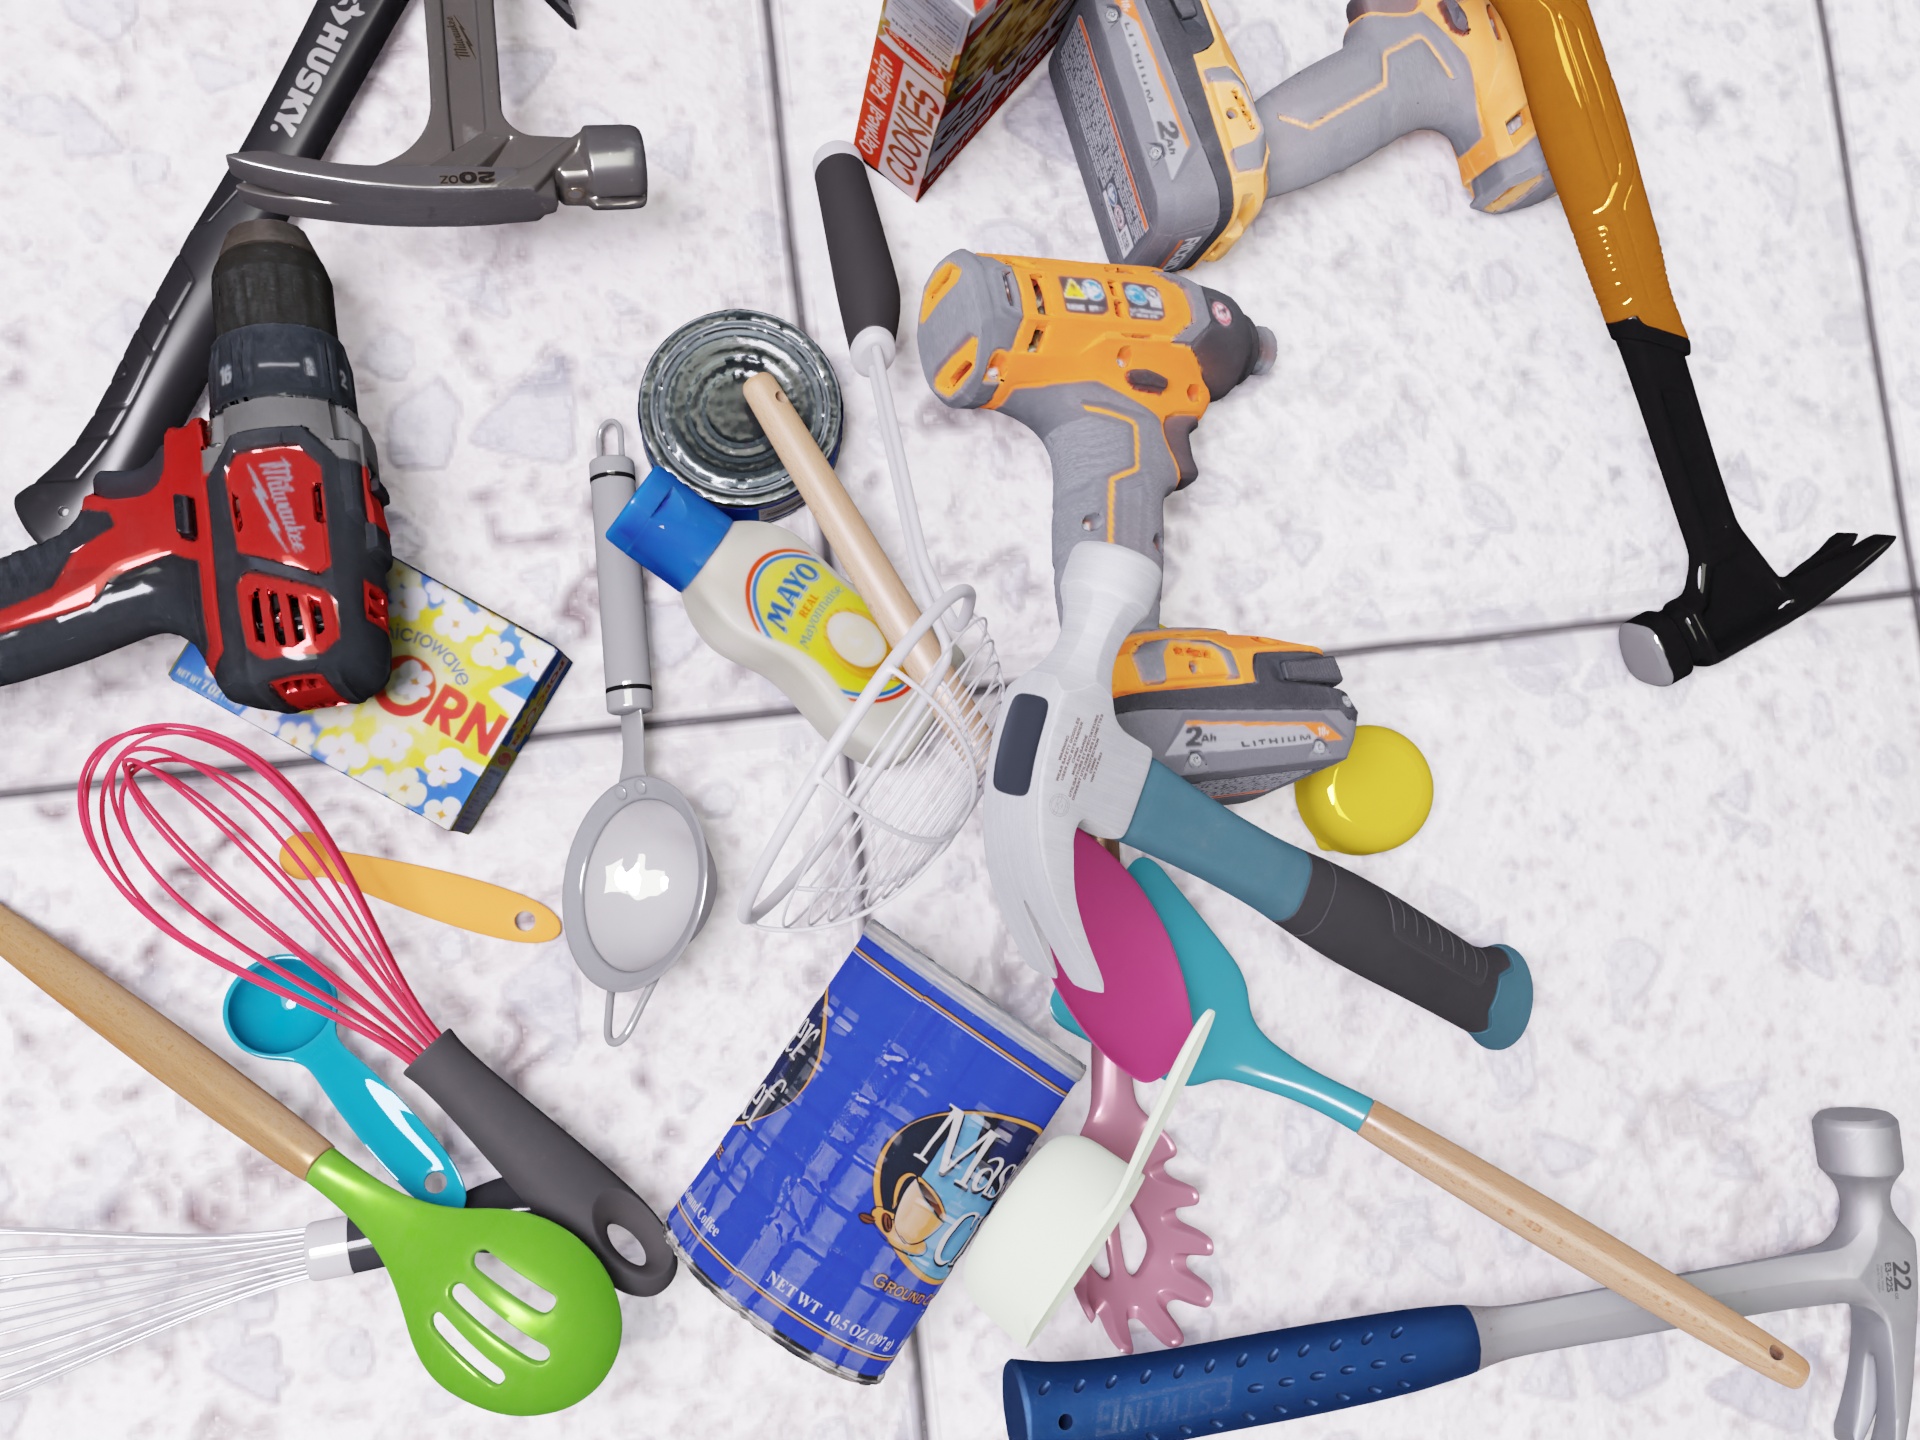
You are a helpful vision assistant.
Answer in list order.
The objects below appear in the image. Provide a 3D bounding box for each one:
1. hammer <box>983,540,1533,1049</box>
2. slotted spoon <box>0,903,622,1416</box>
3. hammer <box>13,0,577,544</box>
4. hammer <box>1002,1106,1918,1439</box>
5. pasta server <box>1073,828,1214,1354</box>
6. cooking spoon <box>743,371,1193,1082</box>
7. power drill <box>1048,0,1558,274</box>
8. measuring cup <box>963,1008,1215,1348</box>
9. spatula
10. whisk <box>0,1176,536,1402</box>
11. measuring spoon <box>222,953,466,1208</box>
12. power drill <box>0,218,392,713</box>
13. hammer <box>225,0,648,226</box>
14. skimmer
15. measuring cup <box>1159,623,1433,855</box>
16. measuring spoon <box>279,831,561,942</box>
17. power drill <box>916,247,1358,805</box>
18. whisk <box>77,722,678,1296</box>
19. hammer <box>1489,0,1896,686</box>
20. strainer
[{"bbox_3d":[0.127,0.062,0.581,0.330,0.033,0.128,29,79,-41],"label":"hammer"},{"bbox_3d":[-0.260,0.153,0.594,0.314,0.031,0.070,32,85,11],"label":"slotted spoon"},{"bbox_3d":[-0.284,-0.209,0.651,0.146,0.035,0.335,24,83,-3],"label":"hammer"},{"bbox_3d":[0.216,0.255,0.643,0.405,0.035,0.144,-4,86,-14],"label":"hammer"},{"bbox_3d":[0.063,0.094,0.663,0.060,0.040,0.316,-1,84,-17],"label":"pasta server"},{"bbox_3d":[-0.001,-0.002,0.627,0.069,0.017,0.319,-25,82,-45],"label":"cooking spoon"},{"bbox_3d":[0.157,-0.299,0.689,0.226,0.084,0.185,-16,87,-12],"label":"power drill"},{"bbox_3d":[0.045,0.154,0.568,0.038,0.083,0.167,32,124,18],"label":"measuring cup"},{"bbox_3d":[0.185,0.169,0.628,0.317,0.044,0.082,29,63,12],"label":"spatula"},{"bbox_3d":[-0.273,0.208,0.605,0.284,0.070,0.070,-8,86,-12],"label":"whisk"},{"bbox_3d":[-0.237,0.146,0.623,0.129,0.021,0.042,45,62,9],"label":"measuring spoon"},{"bbox_3d":[-0.328,-0.085,0.580,0.226,0.080,0.188,-9,78,-8],"label":"power drill"},{"bbox_3d":[-0.217,-0.363,0.638,0.149,0.036,0.359,-5,75,-15],"label":"hammer"},{"bbox_3d":[-0.051,-0.095,0.578,0.090,0.127,0.364,2,55,-20],"label":"skimmer"},{"bbox_3d":[0.135,0.001,0.682,0.156,0.029,0.062,35,82,-3],"label":"measuring cup"},{"bbox_3d":[-0.219,0.069,0.645,0.117,0.011,0.021,17,83,-5],"label":"measuring spoon"},{"bbox_3d":[0.082,-0.081,0.643,0.164,0.084,0.227,-5,74,-29],"label":"power drill"},{"bbox_3d":[-0.217,0.112,0.603,0.296,0.073,0.073,45,82,-2],"label":"whisk"},{"bbox_3d":[0.290,-0.188,0.671,0.127,0.034,0.336,-28,105,-8],"label":"hammer"},{"bbox_3d":[-0.132,0.000,0.648,0.087,0.050,0.258,-13,78,36],"label":"strainer"}]
